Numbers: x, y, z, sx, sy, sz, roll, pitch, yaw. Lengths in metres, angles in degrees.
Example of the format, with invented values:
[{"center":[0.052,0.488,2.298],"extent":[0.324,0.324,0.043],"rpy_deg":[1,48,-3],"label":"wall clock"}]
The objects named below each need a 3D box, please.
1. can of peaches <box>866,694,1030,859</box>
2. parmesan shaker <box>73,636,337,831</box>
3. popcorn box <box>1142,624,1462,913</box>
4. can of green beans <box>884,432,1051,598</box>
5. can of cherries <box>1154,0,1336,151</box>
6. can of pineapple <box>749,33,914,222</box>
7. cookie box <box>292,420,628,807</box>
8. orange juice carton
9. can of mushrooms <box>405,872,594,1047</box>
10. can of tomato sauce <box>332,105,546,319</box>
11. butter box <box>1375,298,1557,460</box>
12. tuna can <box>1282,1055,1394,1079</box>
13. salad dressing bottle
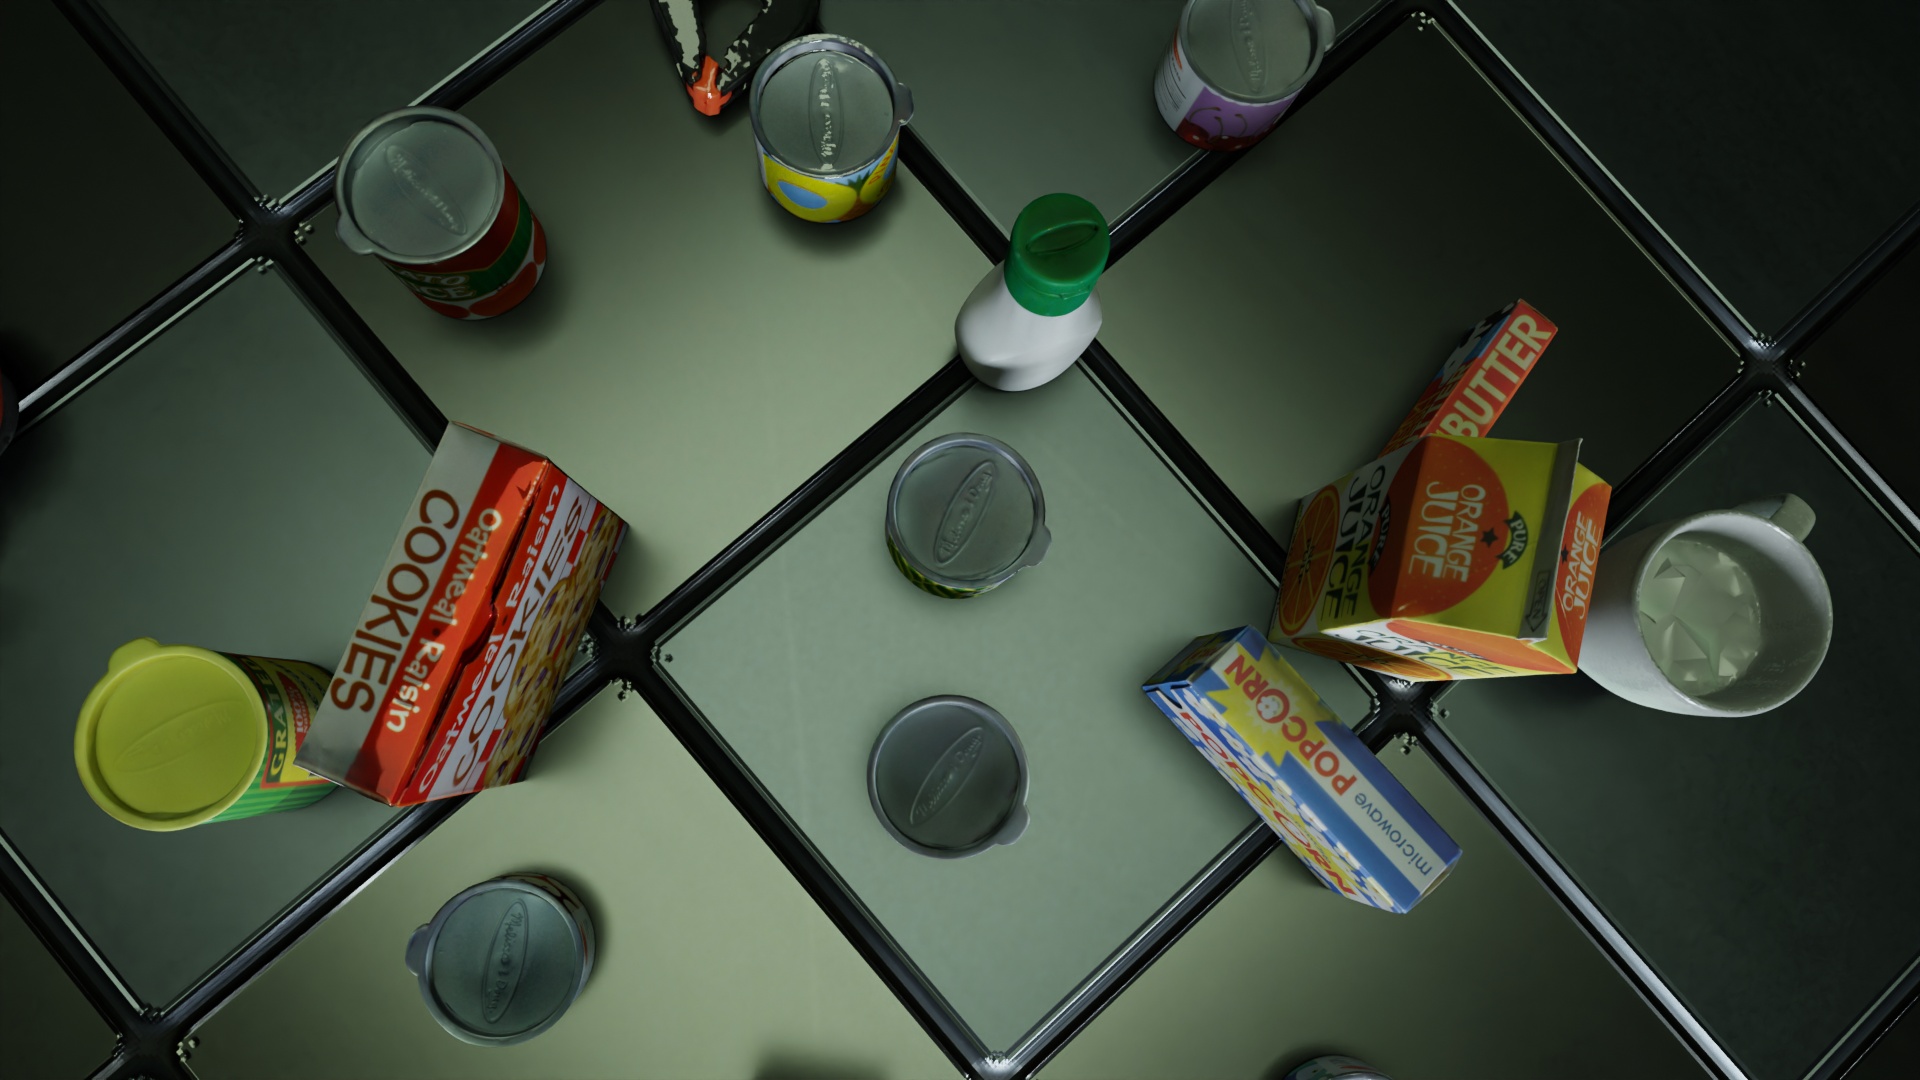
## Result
[{"center":[-0.005,0.101,0.589],"extent":[0.071,0.058,0.071],"rpy_deg":[1,82,-4],"label":"can of peaches"},{"center":[-0.287,0.074,0.547],"extent":[0.071,0.103,0.071],"rpy_deg":[1,83,-4],"label":"parmesan shaker"},{"center":[0.140,0.095,0.587],"extent":[0.038,0.085,0.127],"rpy_deg":[-42,87,-8],"label":"popcorn box"},{"center":[0.000,-0.009,0.605],"extent":[0.071,0.057,0.071],"rpy_deg":[1,82,-4],"label":"can of green beans"},{"center":[0.130,-0.221,0.644],"extent":[0.071,0.058,0.071],"rpy_deg":[1,82,-4],"label":"can of cherries"},{"center":[-0.058,-0.183,0.624],"extent":[0.071,0.058,0.071],"rpy_deg":[1,82,-4],"label":"can of pineapple"},{"center":[-0.179,0.033,0.529],"extent":[0.040,0.167,0.123],"rpy_deg":[21,82,-1],"label":"cookie box"},{"center":[0.190,0.011,0.549],"extent":[0.073,0.192,0.072],"rpy_deg":[16,82,-2],"label":"orange juice carton"},{"center":[-0.189,0.172,0.577],"extent":[0.071,0.033,0.071],"rpy_deg":[1,82,-4],"label":"can of mushrooms"},{"center":[-0.219,-0.135,0.592],"extent":[0.071,0.083,0.071],"rpy_deg":[1,82,-4],"label":"can of tomato sauce"},{"center":[0.224,-0.058,0.632],"extent":[0.024,0.053,0.103],"rpy_deg":[37,81,1],"label":"butter box"},{"center":[0.165,0.260,0.593],"extent":[0.071,0.033,0.071],"rpy_deg":[1,82,-4],"label":"tuna can"},{"center":[0.032,-0.100,0.574],"extent":[0.064,0.147,0.044],"rpy_deg":[-18,85,-6],"label":"salad dressing bottle"}]
